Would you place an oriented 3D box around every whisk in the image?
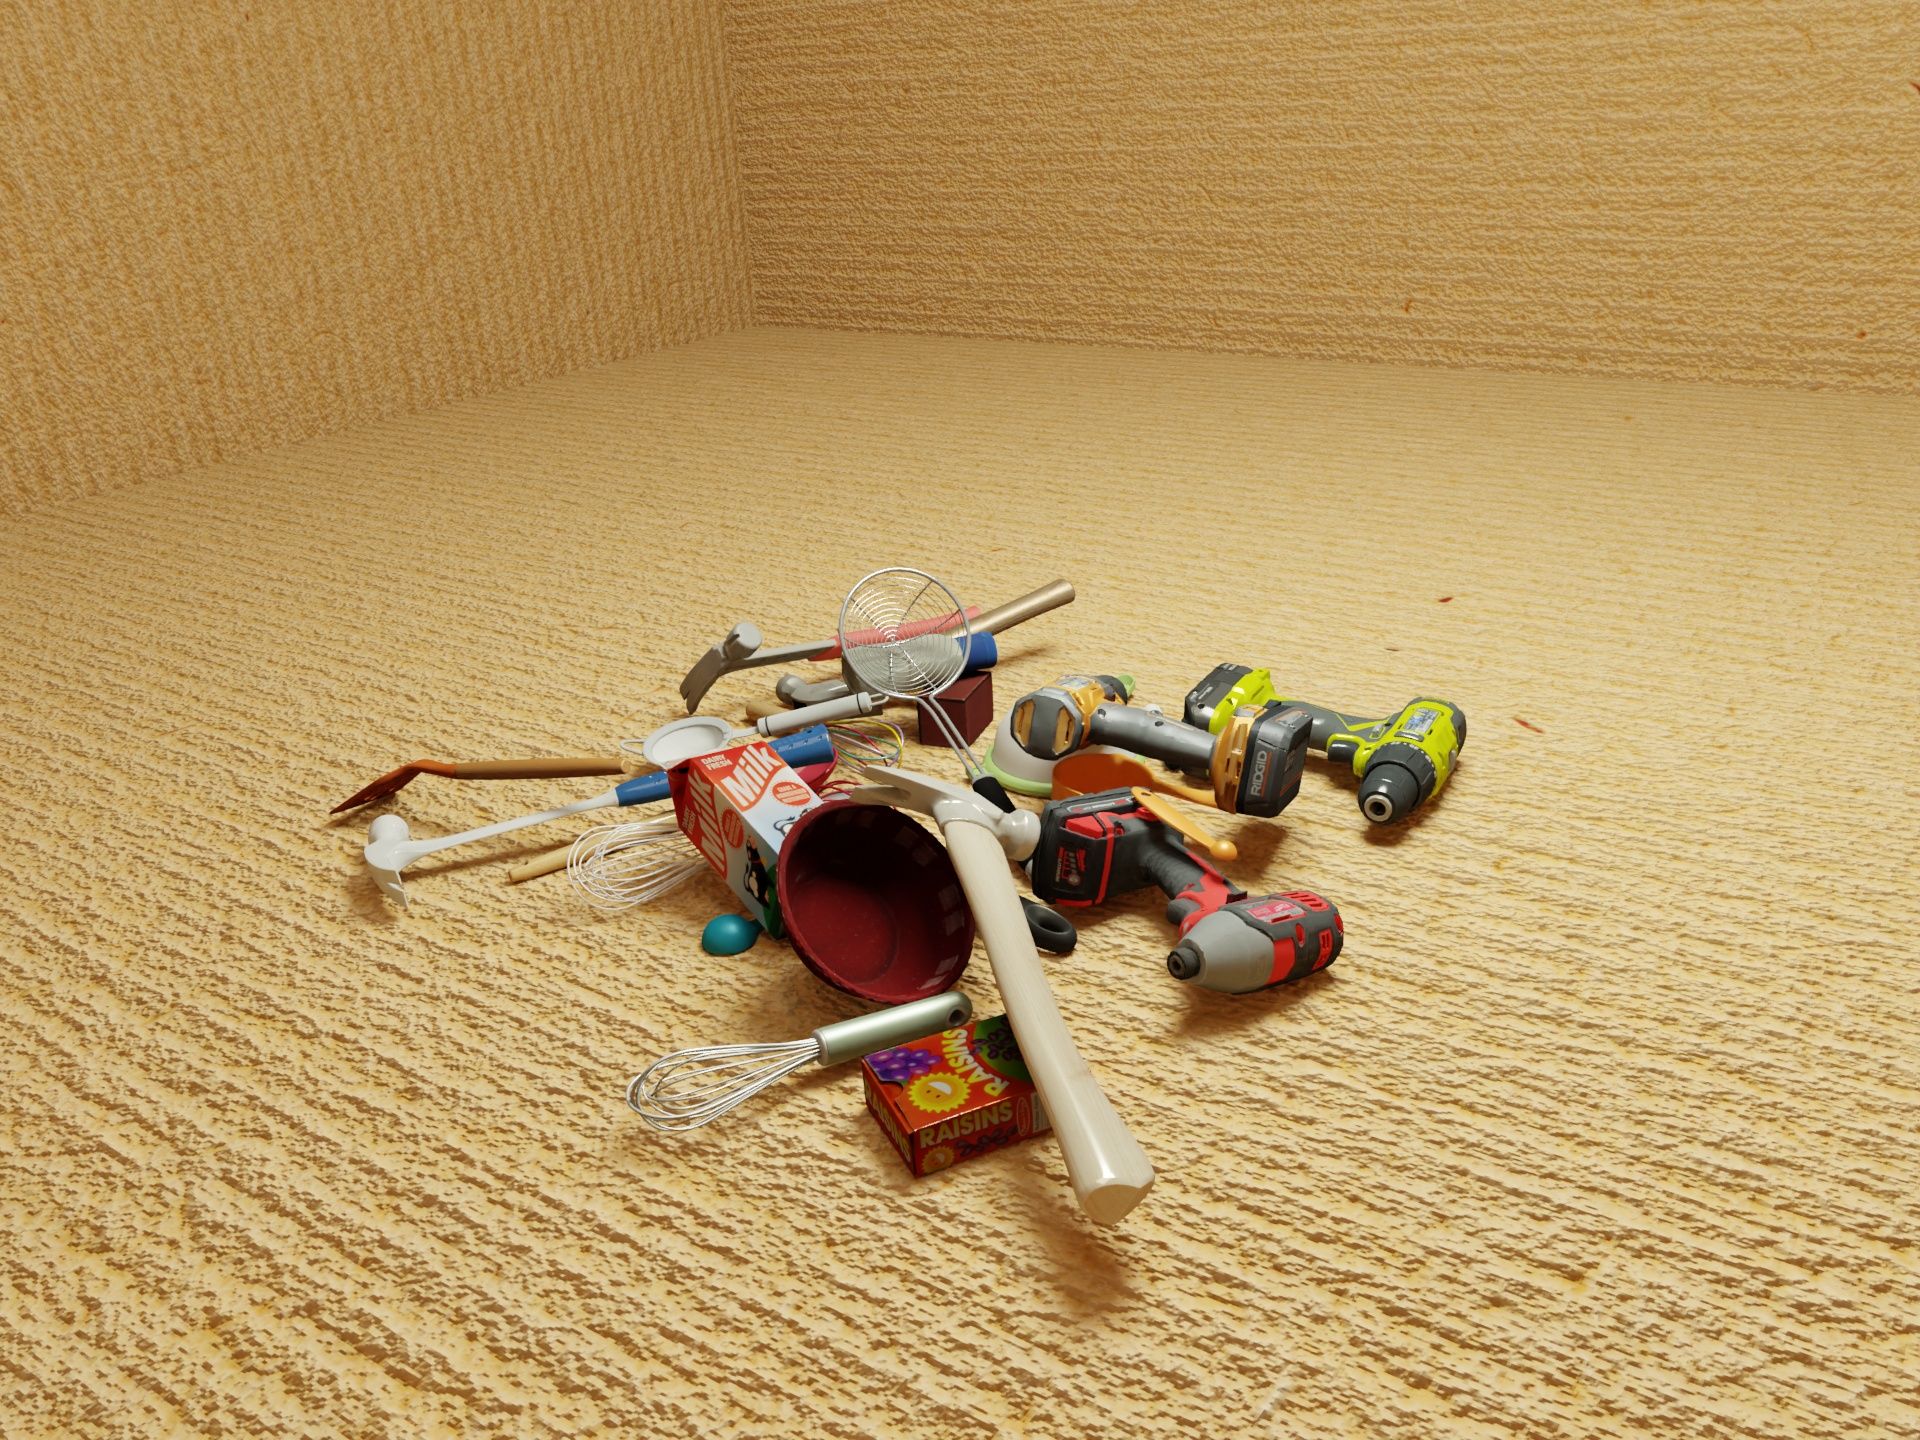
[{"bbox_3d":[-0.100,0.218,1.047,0.246,0.057,0.059,-11,25,-28],"label":"whisk"},{"bbox_3d":[-0.025,0.116,1.263,0.296,0.073,0.073,24,35,37],"label":"whisk"},{"bbox_3d":[-0.136,0.014,1.537,0.051,0.047,0.245,-30,29,-33],"label":"whisk"},{"bbox_3d":[-0.194,0.096,1.336,0.284,0.070,0.070,-14,25,-33],"label":"whisk"}]

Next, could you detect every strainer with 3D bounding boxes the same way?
[{"bbox_3d":[0.117,-0.011,1.514,0.151,0.069,0.256,7,27,24],"label":"strainer"},{"bbox_3d":[-0.191,0.011,1.498,0.258,0.050,0.087,-14,31,7],"label":"strainer"}]

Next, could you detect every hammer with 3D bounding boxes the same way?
[{"bbox_3d":[-0.121,-0.077,1.702,0.359,0.037,0.149,-12,-19,-39],"label":"hammer"},{"bbox_3d":[-0.308,0.072,1.379,0.405,0.035,0.144,-15,21,-13],"label":"hammer"},{"bbox_3d":[0.028,0.156,1.018,0.146,0.038,0.411,19,22,-22],"label":"hammer"},{"bbox_3d":[-0.022,-0.076,1.649,0.331,0.031,0.130,-25,25,-22],"label":"hammer"}]

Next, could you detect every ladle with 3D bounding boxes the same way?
[{"bbox_3d":[-0.247,0.084,1.405,0.315,0.031,0.069,-20,24,-28],"label":"ladle"}]

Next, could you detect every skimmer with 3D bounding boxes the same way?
[{"bbox_3d":[-0.002,-0.004,1.385,0.127,0.090,0.364,-11,39,-20],"label":"skimmer"}]

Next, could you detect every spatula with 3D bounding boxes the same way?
[{"bbox_3d":[-0.423,0.053,1.409,0.323,0.041,0.081,-2,12,27],"label":"spatula"}]

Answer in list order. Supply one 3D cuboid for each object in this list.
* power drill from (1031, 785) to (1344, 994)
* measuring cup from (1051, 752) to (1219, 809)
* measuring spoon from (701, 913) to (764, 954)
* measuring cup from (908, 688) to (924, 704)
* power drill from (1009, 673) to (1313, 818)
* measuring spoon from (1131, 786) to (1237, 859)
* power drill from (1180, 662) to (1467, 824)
[{"bbox_3d":[0.155,0.129,1.163,0.143,0.078,0.220,-8,25,-35],"label":"power drill"},{"bbox_3d":[0.159,0.077,1.333,0.174,0.052,0.095,12,26,18],"label":"measuring cup"},{"bbox_3d":[-0.148,0.146,1.248,0.042,0.021,0.128,19,33,42],"label":"measuring spoon"},{"bbox_3d":[-0.073,-0.018,1.631,0.156,0.029,0.062,-20,24,-7],"label":"measuring cup"},{"bbox_3d":[0.174,0.008,1.331,0.226,0.084,0.185,13,13,20],"label":"power drill"},{"bbox_3d":[0.166,0.073,1.190,0.021,0.011,0.117,-5,27,-33],"label":"measuring spoon"},{"bbox_3d":[0.314,0.023,1.400,0.229,0.080,0.190,12,27,27],"label":"power drill"}]
